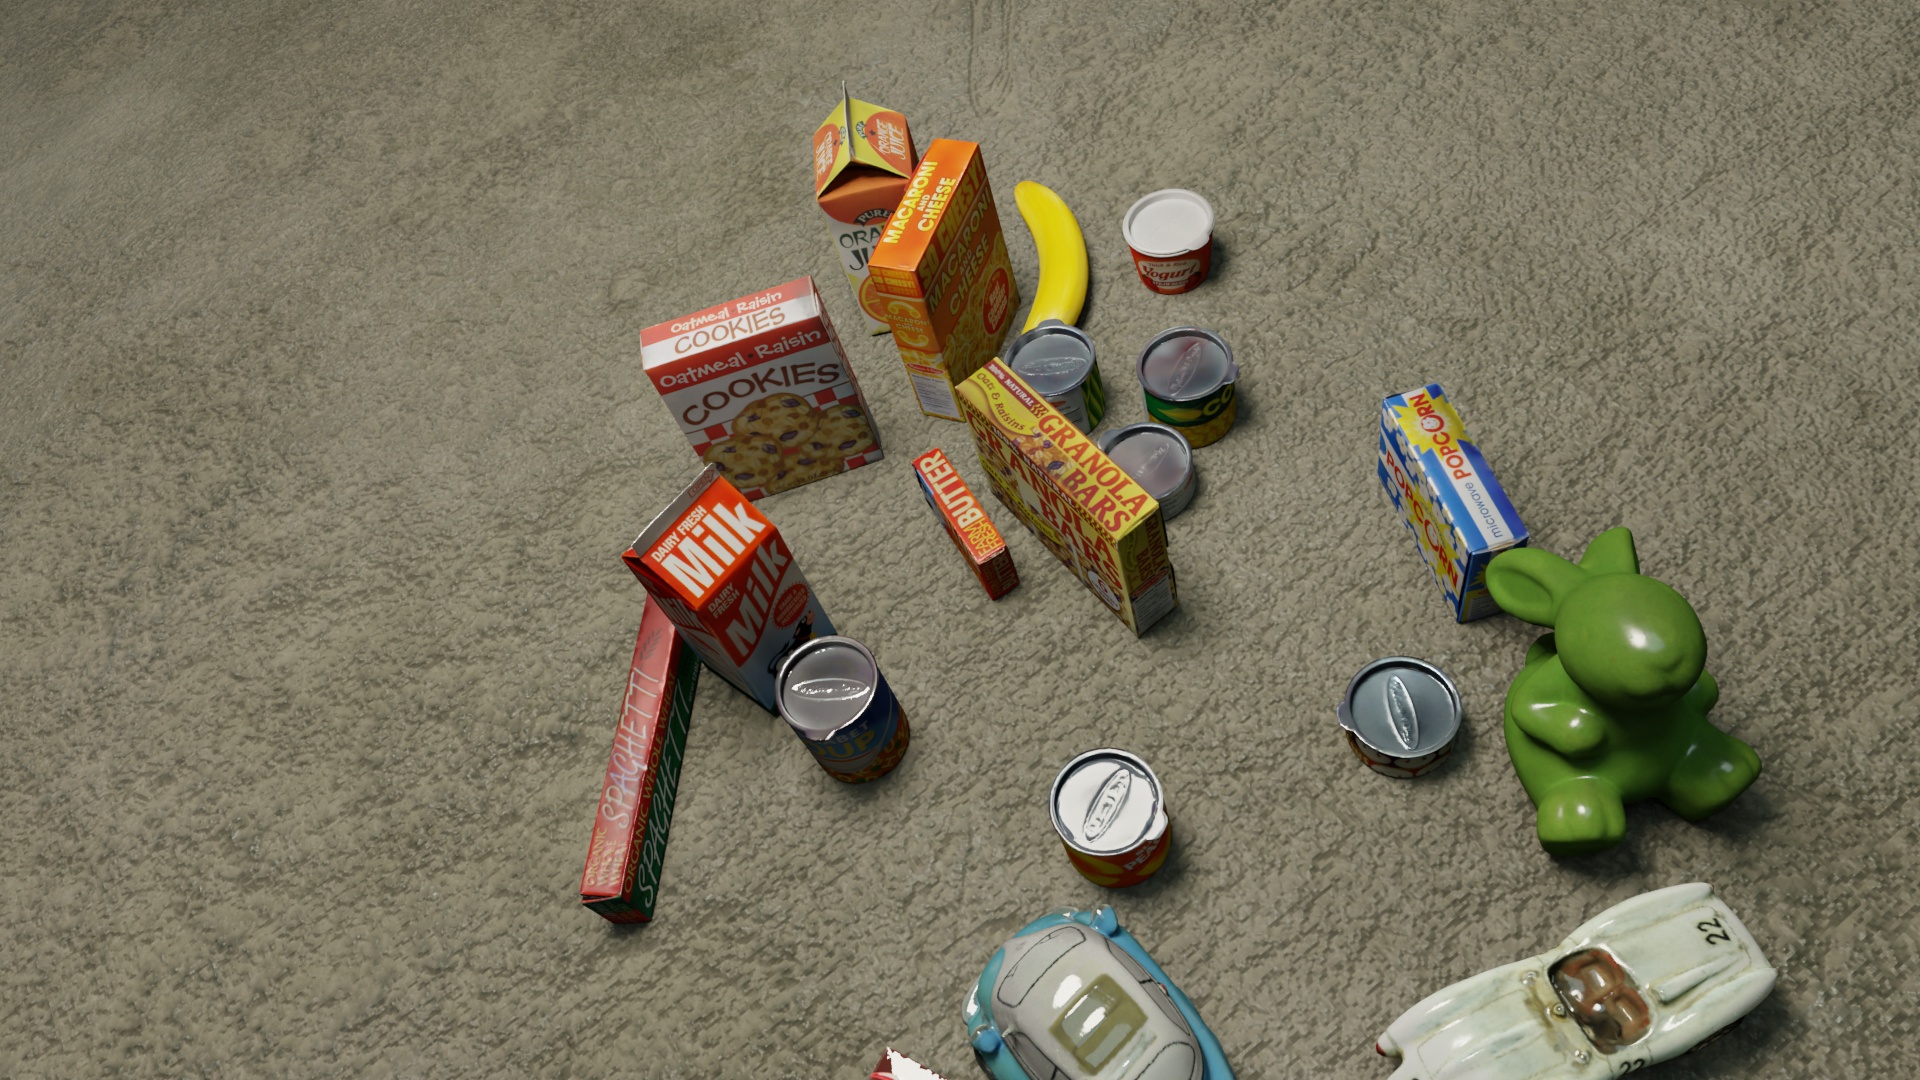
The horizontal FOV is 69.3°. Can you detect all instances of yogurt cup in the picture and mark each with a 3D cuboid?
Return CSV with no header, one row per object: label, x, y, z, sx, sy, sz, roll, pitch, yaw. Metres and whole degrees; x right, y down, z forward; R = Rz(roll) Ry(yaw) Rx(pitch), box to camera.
yogurt cup,0.160,-0.225,1.055,0.072,0.053,0.073,-7,56,10

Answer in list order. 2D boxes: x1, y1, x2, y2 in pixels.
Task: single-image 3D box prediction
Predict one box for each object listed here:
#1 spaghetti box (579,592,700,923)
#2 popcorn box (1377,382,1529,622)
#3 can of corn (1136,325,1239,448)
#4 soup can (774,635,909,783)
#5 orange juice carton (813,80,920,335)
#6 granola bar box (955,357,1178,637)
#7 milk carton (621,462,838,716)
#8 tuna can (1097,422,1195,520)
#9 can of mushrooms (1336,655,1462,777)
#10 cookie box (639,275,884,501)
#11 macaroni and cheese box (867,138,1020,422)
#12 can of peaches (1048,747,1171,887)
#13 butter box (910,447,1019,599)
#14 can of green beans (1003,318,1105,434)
spaghetti box,-0.204,0.125,0.921,0.029,0.050,0.251,-3,57,13
popcorn box,0.304,-0.024,0.867,0.038,0.085,0.127,-18,55,2
can of corn,0.162,-0.106,0.974,0.071,0.058,0.071,-7,56,10
soup can,-0.074,0.111,0.877,0.071,0.083,0.072,-7,56,10
orange juice carton,-0.060,-0.248,1.042,0.073,0.191,0.072,-11,56,8
granola bar box,0.071,-0.029,0.907,0.039,0.123,0.166,-37,56,-10
milk carton,-0.148,0.029,0.885,0.073,0.189,0.072,30,69,29
tuna can,0.127,-0.047,0.960,0.071,0.032,0.071,-7,56,10
can of mushrooms,0.260,0.105,0.826,0.071,0.033,0.071,-7,56,10
cookie box,-0.136,-0.101,0.981,0.123,0.166,0.040,-18,55,3
macaroni and cheese box,-0.009,-0.185,1.003,0.040,0.165,0.124,12,62,21
can of peaches,0.091,0.165,0.815,0.071,0.057,0.071,-7,56,10
butter box,0.003,-0.012,0.956,0.024,0.053,0.104,-30,55,-6
can of green beans,0.069,-0.113,1.003,0.071,0.057,0.071,-7,56,10
